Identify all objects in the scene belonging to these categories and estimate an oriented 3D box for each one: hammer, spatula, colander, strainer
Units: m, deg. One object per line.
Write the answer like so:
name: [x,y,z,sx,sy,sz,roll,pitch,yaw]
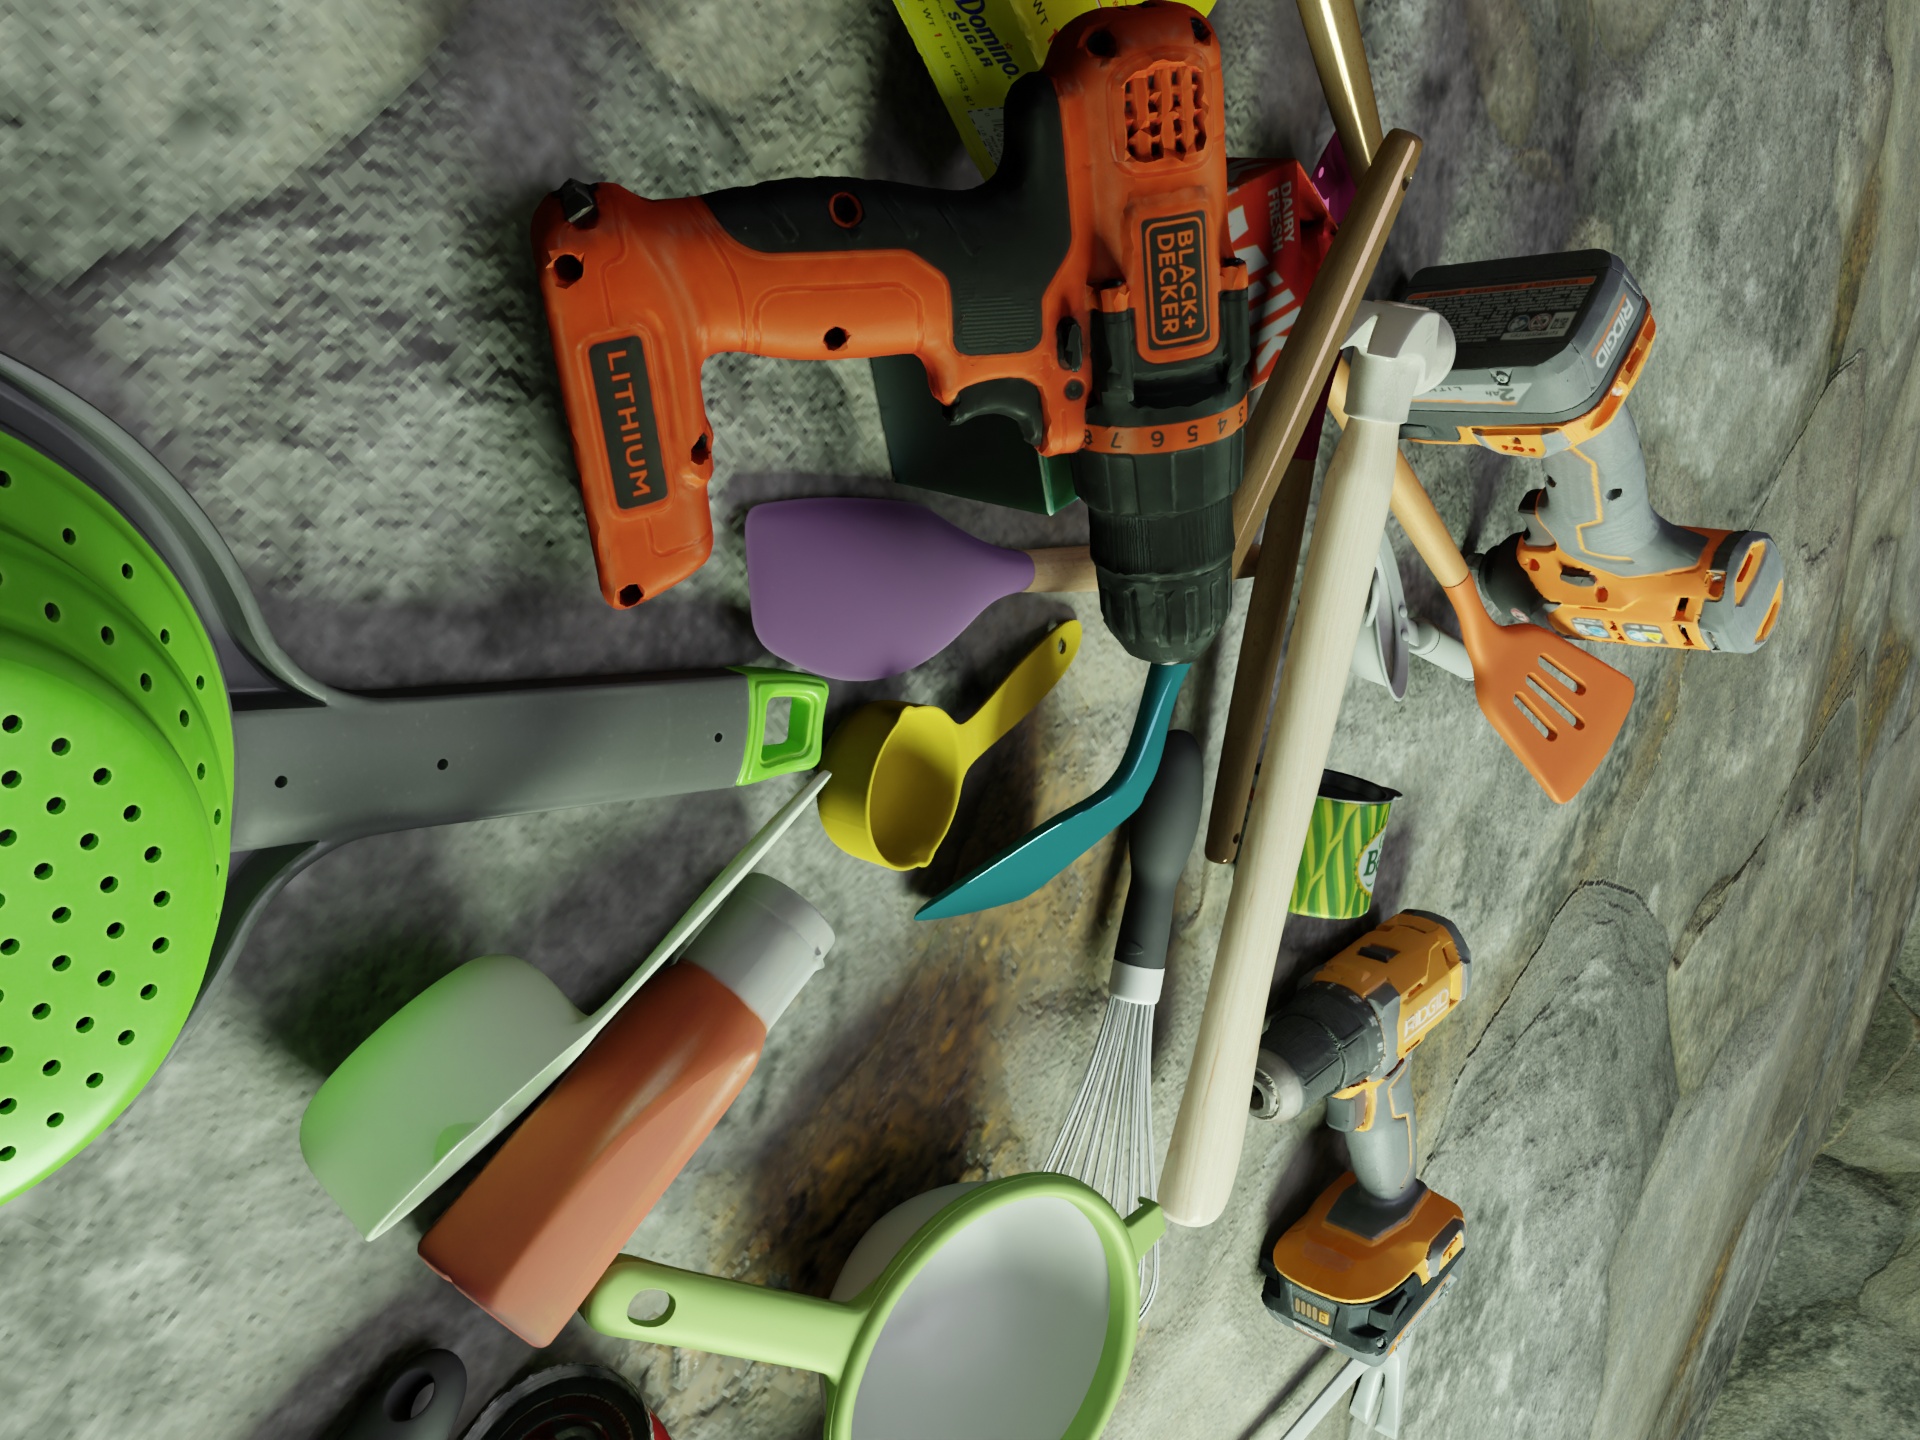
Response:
hammer: [0.160,0.464,0.928,0.405,0.035,0.144,-25,122,-42]
spatula: [0.232,-0.084,0.752,0.081,0.041,0.322,-53,125,-14]
colander: [-0.152,0.022,0.345,0.397,0.095,0.204,-6,109,-48]
strainer: [-0.041,0.218,0.584,0.256,0.069,0.151,29,81,-38]
hammer: [0.133,0.034,0.665,0.146,0.038,0.410,-28,131,-63]
spatula: [0.039,-0.055,0.598,0.315,0.018,0.060,-10,96,-49]
strainer: [0.231,-0.043,0.816,0.258,0.050,0.087,12,73,-57]
spatula: [0.077,-0.054,0.562,0.082,0.044,0.317,-2,120,-54]

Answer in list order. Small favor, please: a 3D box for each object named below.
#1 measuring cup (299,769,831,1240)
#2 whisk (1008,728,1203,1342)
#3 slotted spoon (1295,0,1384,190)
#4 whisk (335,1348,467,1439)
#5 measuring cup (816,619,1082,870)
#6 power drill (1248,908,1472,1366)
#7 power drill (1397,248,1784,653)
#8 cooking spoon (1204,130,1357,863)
measuring cup: [-0.104,0.063,0.423,0.167,0.038,0.083,-46,178,-11]
whisk: [0.071,0.144,0.687,0.070,0.070,0.284,7,94,-51]
slotted spoon: [0.098,-0.295,0.501,0.313,0.031,0.070,55,49,-46]
whisk: [-0.211,0.274,0.416,0.239,0.055,0.055,-56,138,-27]
measuring cup: [-0.001,-0.002,0.578,0.156,0.029,0.062,-42,134,-48]
power drill: [0.212,0.235,0.871,0.185,0.084,0.226,-22,115,-43]
power drill: [0.286,-0.118,0.781,0.226,0.164,0.084,44,70,-35]
cooking spoon: [0.139,-0.086,0.677,0.068,0.017,0.318,-12,117,-48]
